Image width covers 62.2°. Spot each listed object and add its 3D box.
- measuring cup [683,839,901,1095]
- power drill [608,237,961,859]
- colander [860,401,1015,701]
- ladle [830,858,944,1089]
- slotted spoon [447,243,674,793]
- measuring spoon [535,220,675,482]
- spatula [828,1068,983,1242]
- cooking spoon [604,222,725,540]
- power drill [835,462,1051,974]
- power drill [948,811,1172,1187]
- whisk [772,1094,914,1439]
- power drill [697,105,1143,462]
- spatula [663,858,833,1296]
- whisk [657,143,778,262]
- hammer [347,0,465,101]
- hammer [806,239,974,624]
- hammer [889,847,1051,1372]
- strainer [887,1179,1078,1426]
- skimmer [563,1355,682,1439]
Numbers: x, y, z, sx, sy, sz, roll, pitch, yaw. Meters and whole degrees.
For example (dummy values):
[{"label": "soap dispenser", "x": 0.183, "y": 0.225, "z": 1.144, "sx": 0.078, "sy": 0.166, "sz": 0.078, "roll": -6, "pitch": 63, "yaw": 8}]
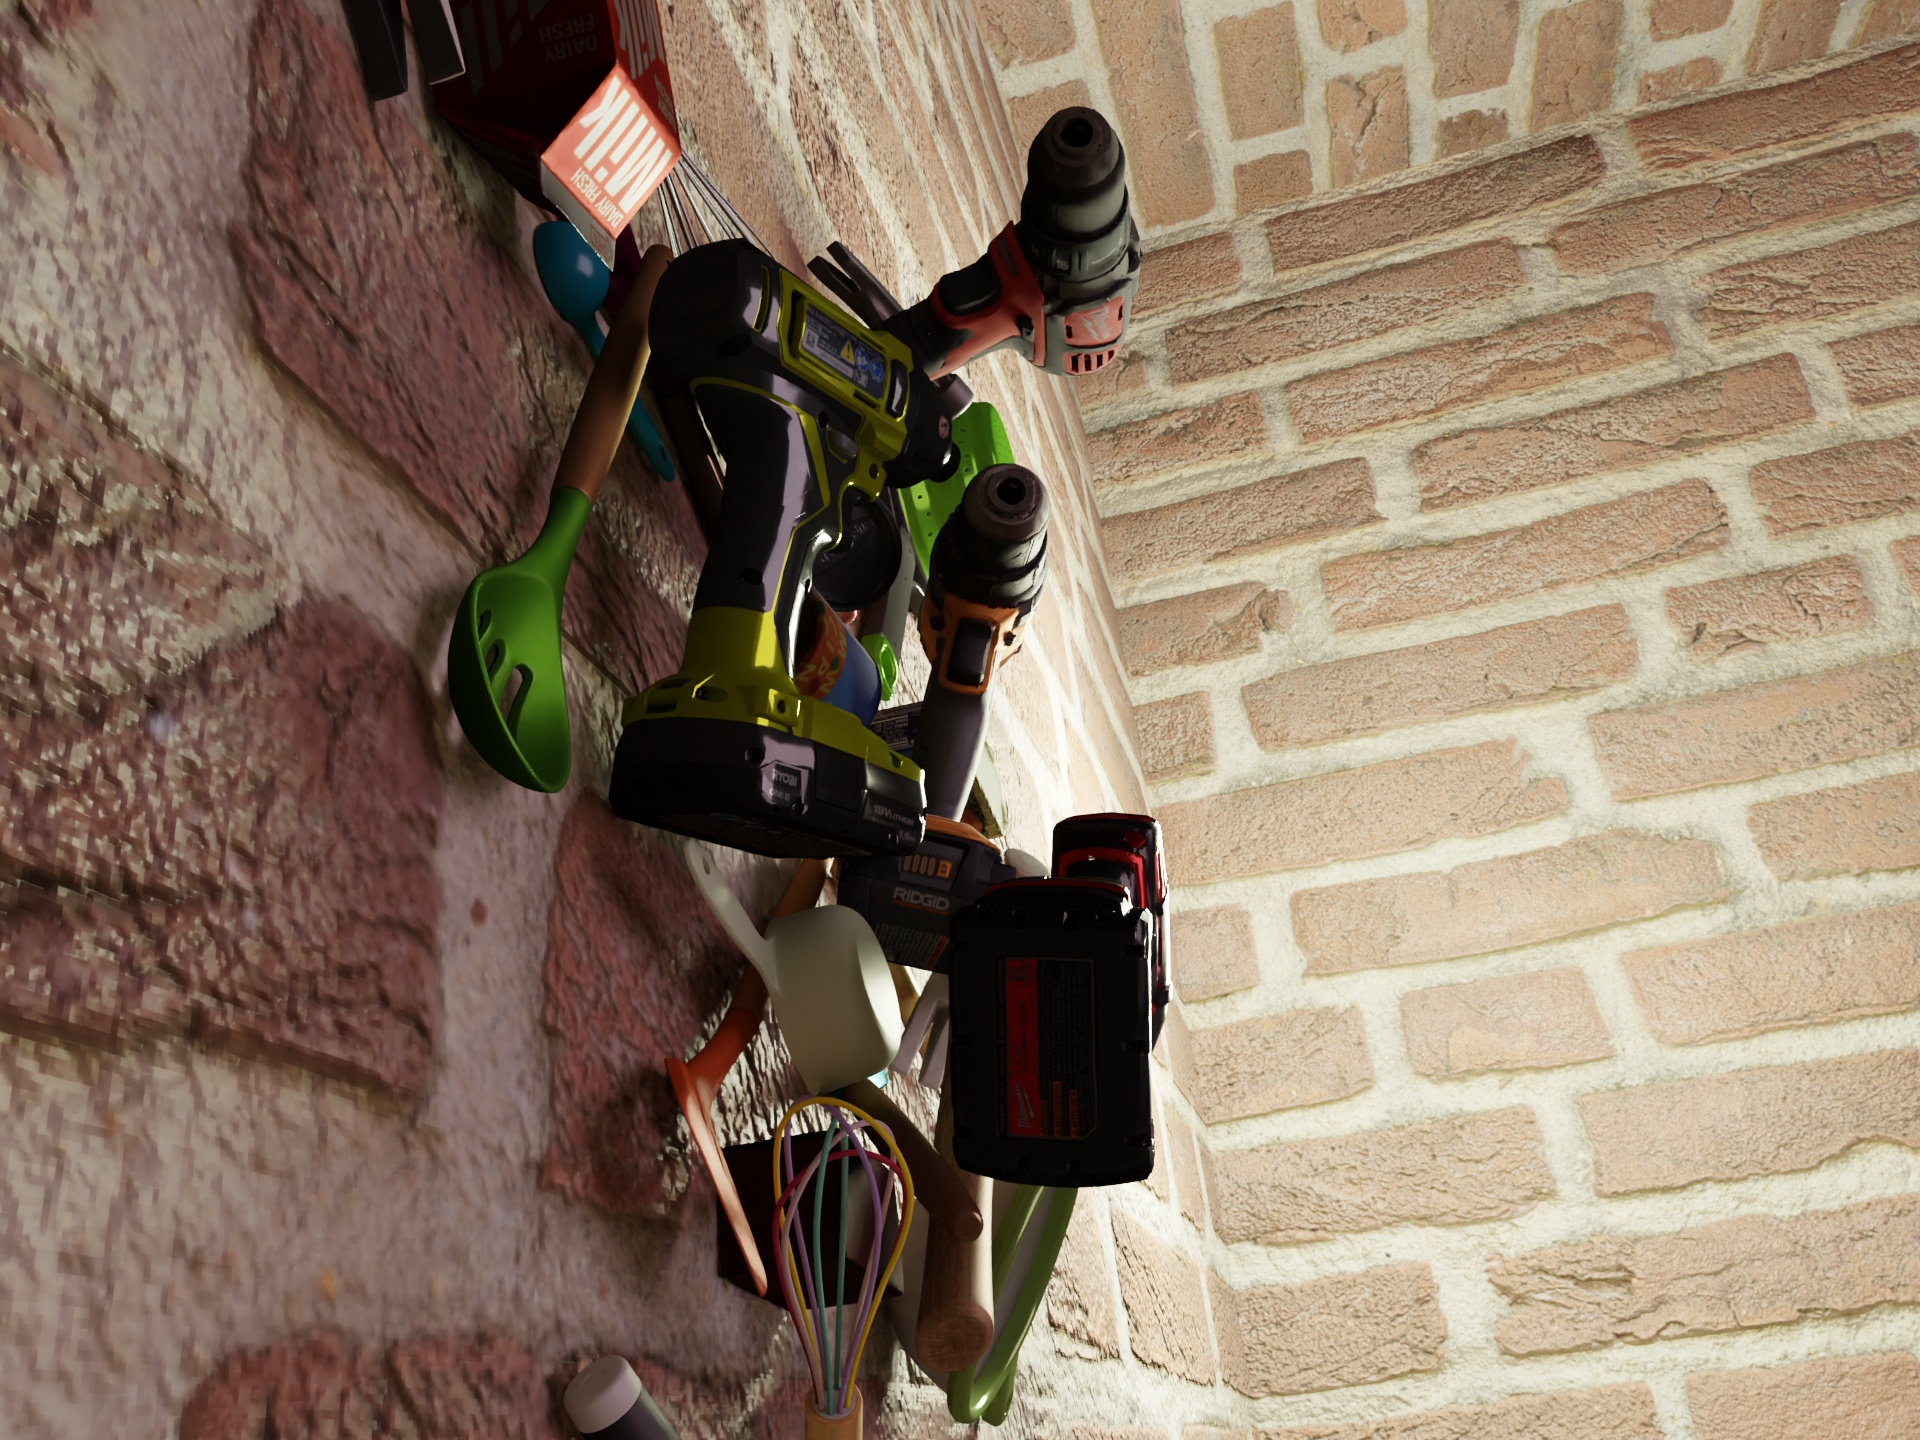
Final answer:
[{"label": "measuring cup", "x": -0.063, "y": 0.089, "z": 0.633, "sx": 0.167, "sy": 0.038, "sz": 0.083, "roll": 65, "pitch": 9, "yaw": -51}, {"label": "power drill", "x": -0.061, "y": -0.060, "z": 0.655, "sx": 0.171, "sy": 0.080, "sz": 0.223, "roll": 24, "pitch": 68, "yaw": -52}, {"label": "colander", "x": -0.010, "y": -0.138, "z": 1.161, "sx": 0.397, "sy": 0.094, "sz": 0.204, "roll": -85, "pitch": 160, "yaw": -57}, {"label": "ladle", "x": -0.018, "y": 0.193, "z": 0.946, "sx": 0.069, "sy": 0.031, "sz": 0.315, "roll": -84, "pitch": 157, "yaw": -52}, {"label": "slotted spoon", "x": -0.140, "y": -0.095, "z": 0.596, "sx": 0.314, "sy": 0.031, "sz": 0.070, "roll": -87, "pitch": 162, "yaw": -45}, {"label": "measuring spoon", "x": -0.145, "y": -0.159, "z": 0.693, "sx": 0.042, "sy": 0.021, "sz": 0.128, "roll": -89, "pitch": 161, "yaw": -49}, {"label": "spatula", "x": -0.029, "y": 0.165, "z": 0.700, "sx": 0.317, "sy": 0.044, "sz": 0.082, "roll": -173, "pitch": -113, "yaw": -75}, {"label": "cooking spoon", "x": -0.128, "y": -0.134, "z": 0.763, "sx": 0.069, "sy": 0.017, "sz": 0.318, "roll": -91, "pitch": 165, "yaw": -60}, {"label": "power drill", "x": -0.001, "y": -0.002, "z": 0.779, "sx": 0.185, "sy": 0.084, "sz": 0.226, "roll": 109, "pitch": -7, "yaw": -71}, {"label": "power drill", "x": 0.057, "y": 0.123, "z": 0.712, "sx": 0.219, "sy": 0.078, "sz": 0.143, "roll": -17, "pitch": 106, "yaw": -77}, {"label": "whisk", "x": -0.043, "y": 0.234, "z": 0.577, "sx": 0.051, "sy": 0.047, "sz": 0.244, "roll": -100, "pitch": -169, "yaw": -61}, {"label": "power drill", "x": -0.021, "y": -0.201, "z": 0.760, "sx": 0.187, "sy": 0.226, "sz": 0.080, "roll": 75, "pitch": -5, "yaw": -77}, {"label": "spatula", "x": -0.080, "y": 0.116, "z": 0.680, "sx": 0.323, "sy": 0.041, "sz": 0.081, "roll": -72, "pitch": 145, "yaw": -71}, {"label": "whisk", "x": -0.144, "y": -0.278, "z": 0.757, "sx": 0.058, "sy": 0.059, "sz": 0.246, "roll": -66, "pitch": 149, "yaw": -28}, {"label": "hammer", "x": -0.213, "y": -0.209, "z": 0.386, "sx": 0.335, "sy": 0.035, "sz": 0.146, "roll": -82, "pitch": 156, "yaw": -61}, {"label": "hammer", "x": -0.069, "y": -0.177, "z": 1.001, "sx": 0.149, "sy": 0.036, "sz": 0.359, "roll": 44, "pitch": 31, "yaw": -23}, {"label": "hammer", "x": 0.001, "y": 0.183, "z": 0.763, "sx": 0.130, "sy": 0.031, "sz": 0.331, "roll": -59, "pitch": -171, "yaw": 19}, {"label": "strainer", "x": 0.004, "y": 0.306, "z": 0.845, "sx": 0.256, "sy": 0.069, "sz": 0.151, "roll": 93, "pitch": 24, "yaw": -45}, {"label": "skimmer", "x": -0.061, "y": 0.367, "z": 0.534, "sx": 0.363, "sy": 0.090, "sz": 0.127, "roll": 64, "pitch": 17, "yaw": -15}]
